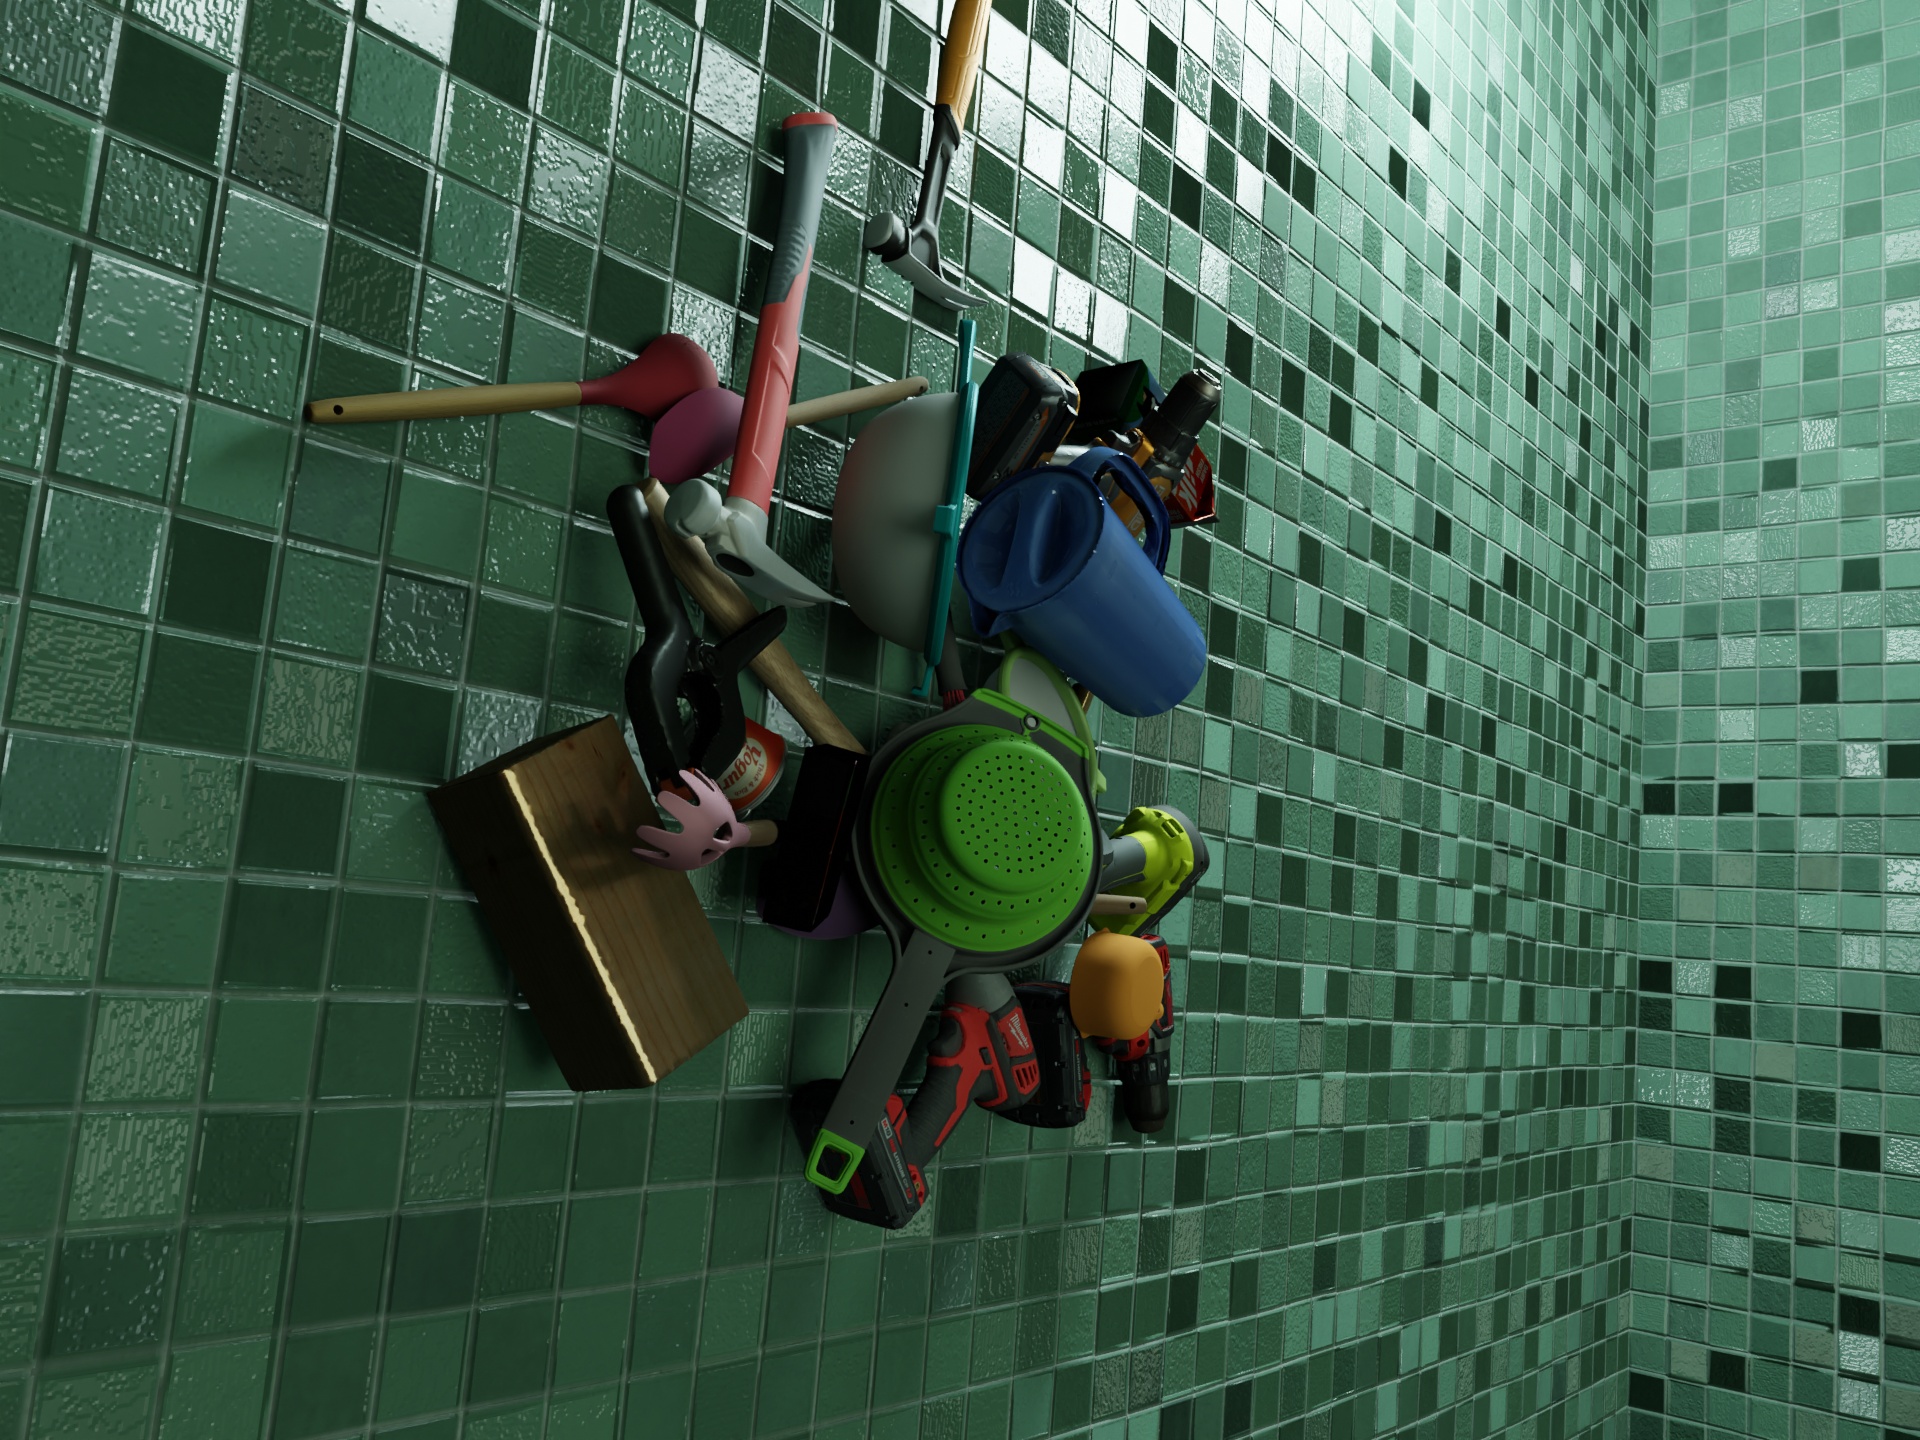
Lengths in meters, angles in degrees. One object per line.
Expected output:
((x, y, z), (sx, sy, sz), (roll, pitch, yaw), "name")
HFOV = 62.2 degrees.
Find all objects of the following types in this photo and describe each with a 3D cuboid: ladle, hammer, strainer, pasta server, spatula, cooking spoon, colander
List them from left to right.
((-0.268, -0.208, 1.013), (0.315, 0.031, 0.069), (-19, 106, -48), "ladle")
((-0.144, 0.069, 1.027), (0.060, 0.040, 0.316), (-58, 175, -1), "pasta server")
((-0.139, -0.040, 1.157), (0.331, 0.031, 0.130), (54, 50, -34), "hammer")
((-0.120, -0.271, 1.140), (0.143, 0.038, 0.387), (35, 53, -47), "hammer")
((-0.118, -0.229, 1.188), (0.319, 0.017, 0.068), (-29, 140, -51), "cooking spoon")
((-0.041, -0.200, 1.216), (0.210, 0.095, 0.341), (100, -4, -51), "strainer")
((-0.007, 0.147, 1.142), (0.204, 0.094, 0.397), (29, 67, -7), "colander")
((-0.002, -0.516, 1.341), (0.127, 0.034, 0.337), (25, 69, -47), "hammer")
((-0.001, 0.139, 1.217), (0.315, 0.018, 0.060), (4, 86, -20), "spatula")
((0.032, -0.032, 1.350), (0.151, 0.069, 0.256), (-16, 84, -63), "strainer")

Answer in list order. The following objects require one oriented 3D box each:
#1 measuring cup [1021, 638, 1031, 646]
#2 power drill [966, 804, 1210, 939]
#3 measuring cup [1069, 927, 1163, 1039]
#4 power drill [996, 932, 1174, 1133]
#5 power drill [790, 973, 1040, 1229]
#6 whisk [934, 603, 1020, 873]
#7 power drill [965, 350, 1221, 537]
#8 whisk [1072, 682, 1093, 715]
((0.095, -0.126, 1.439), (0.168, 0.038, 0.083), (-52, 127, -35), "measuring cup")
((0.104, 0.146, 1.368), (0.223, 0.171, 0.080), (-3, 47, -53), "power drill")
((0.156, 0.238, 1.367), (0.173, 0.052, 0.095), (33, 66, -51), "measuring cup")
((0.123, 0.301, 1.432), (0.226, 0.080, 0.188), (-8, 95, -53), "power drill")
((-0.025, 0.279, 1.243), (0.220, 0.078, 0.143), (-35, 115, -45), "power drill")
((-0.002, -0.004, 1.276), (0.073, 0.073, 0.296), (0, 75, -51), "whisk")
((0.114, -0.243, 1.366), (0.226, 0.084, 0.185), (12, 122, -45), "power drill")
((0.122, -0.046, 1.471), (0.051, 0.047, 0.245), (36, 65, -30), "whisk")
